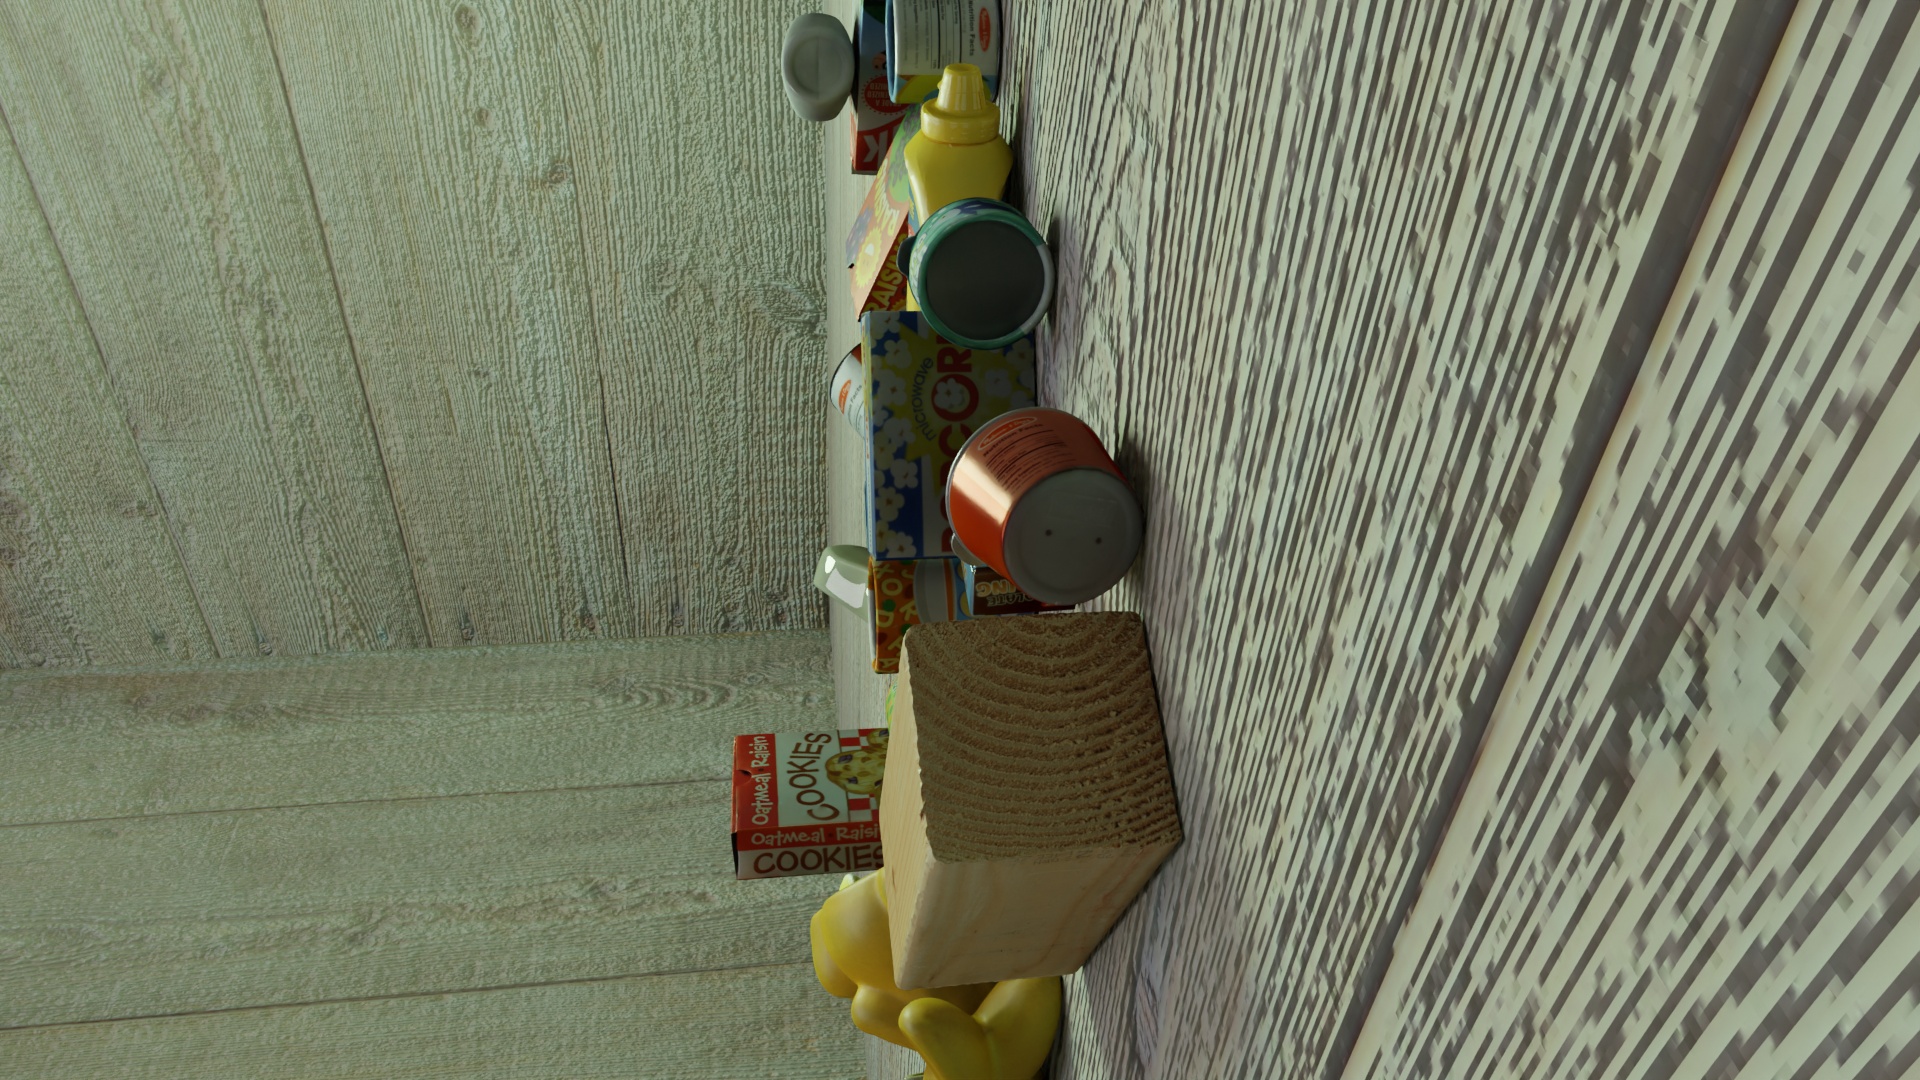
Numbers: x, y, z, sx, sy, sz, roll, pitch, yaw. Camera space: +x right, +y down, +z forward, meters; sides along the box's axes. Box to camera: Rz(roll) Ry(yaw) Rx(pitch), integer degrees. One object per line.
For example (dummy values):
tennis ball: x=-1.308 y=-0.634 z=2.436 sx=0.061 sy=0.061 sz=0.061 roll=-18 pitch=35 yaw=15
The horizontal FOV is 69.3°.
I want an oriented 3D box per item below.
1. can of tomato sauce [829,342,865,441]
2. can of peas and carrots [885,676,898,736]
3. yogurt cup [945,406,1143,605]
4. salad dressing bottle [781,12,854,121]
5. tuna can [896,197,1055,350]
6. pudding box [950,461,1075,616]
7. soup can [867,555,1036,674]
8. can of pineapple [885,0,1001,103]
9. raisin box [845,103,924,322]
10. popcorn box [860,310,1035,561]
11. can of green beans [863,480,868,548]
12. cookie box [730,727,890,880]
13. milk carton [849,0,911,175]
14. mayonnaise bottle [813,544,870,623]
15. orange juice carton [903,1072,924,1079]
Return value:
can of tomato sauce: x=-0.030 y=-0.080 z=0.859 sx=0.083 sy=0.071 sz=0.070 roll=50 pitch=152 yaw=30
can of peas and carrots: x=-0.015 y=0.116 z=0.903 sx=0.059 sy=0.071 sz=0.070 roll=-116 pitch=24 yaw=-73
yogurt cup: x=0.033 y=-0.011 z=0.520 sx=0.054 sy=0.072 sz=0.072 roll=-128 pitch=35 yaw=-63
salad dressing bottle: x=-0.093 y=-0.304 z=0.896 sx=0.148 sy=0.044 sz=0.064 roll=-111 pitch=21 yaw=-72
tuna can: x=0.007 y=-0.124 z=0.646 sx=0.033 sy=0.071 sz=0.070 roll=-112 pitch=21 yaw=-64
pudding box: x=0.023 y=-0.004 z=0.641 sx=0.084 sy=0.050 sz=0.030 roll=-102 pitch=11 yaw=-50
soup can: x=-0.006 y=0.036 z=0.743 sx=0.071 sy=0.084 sz=0.071 roll=180 pitch=87 yaw=-82
can of pineapple: x=-0.011 y=-0.279 z=0.781 sx=0.071 sy=0.058 sz=0.071 roll=180 pitch=87 yaw=-83
raisin box: x=-0.028 y=-0.201 z=0.846 sx=0.122 sy=0.040 sz=0.086 roll=-59 pitch=29 yaw=36
popcorn box: x=-0.006 y=-0.054 z=0.710 sx=0.038 sy=0.085 sz=0.126 roll=-159 pitch=68 yaw=-80
can of green beans: x=-0.048 y=-0.018 z=1.142 sx=0.071 sy=0.058 sz=0.071 roll=180 pitch=87 yaw=-82
cookie box: x=-0.066 y=0.169 z=0.921 sx=0.123 sy=0.168 sz=0.040 roll=-113 pitch=22 yaw=-68
milk carton: x=-0.033 y=-0.300 z=0.890 sx=0.189 sy=0.072 sz=0.074 roll=103 pitch=163 yaw=-61
mayonnaise bottle: x=-0.038 y=0.046 z=0.936 sx=0.148 sy=0.065 sz=0.041 roll=31 pitch=104 yaw=49
orange juice carton: x=0.008 y=0.407 z=0.794 sx=0.071 sy=0.073 sz=0.193 roll=103 pitch=162 yaw=-62
